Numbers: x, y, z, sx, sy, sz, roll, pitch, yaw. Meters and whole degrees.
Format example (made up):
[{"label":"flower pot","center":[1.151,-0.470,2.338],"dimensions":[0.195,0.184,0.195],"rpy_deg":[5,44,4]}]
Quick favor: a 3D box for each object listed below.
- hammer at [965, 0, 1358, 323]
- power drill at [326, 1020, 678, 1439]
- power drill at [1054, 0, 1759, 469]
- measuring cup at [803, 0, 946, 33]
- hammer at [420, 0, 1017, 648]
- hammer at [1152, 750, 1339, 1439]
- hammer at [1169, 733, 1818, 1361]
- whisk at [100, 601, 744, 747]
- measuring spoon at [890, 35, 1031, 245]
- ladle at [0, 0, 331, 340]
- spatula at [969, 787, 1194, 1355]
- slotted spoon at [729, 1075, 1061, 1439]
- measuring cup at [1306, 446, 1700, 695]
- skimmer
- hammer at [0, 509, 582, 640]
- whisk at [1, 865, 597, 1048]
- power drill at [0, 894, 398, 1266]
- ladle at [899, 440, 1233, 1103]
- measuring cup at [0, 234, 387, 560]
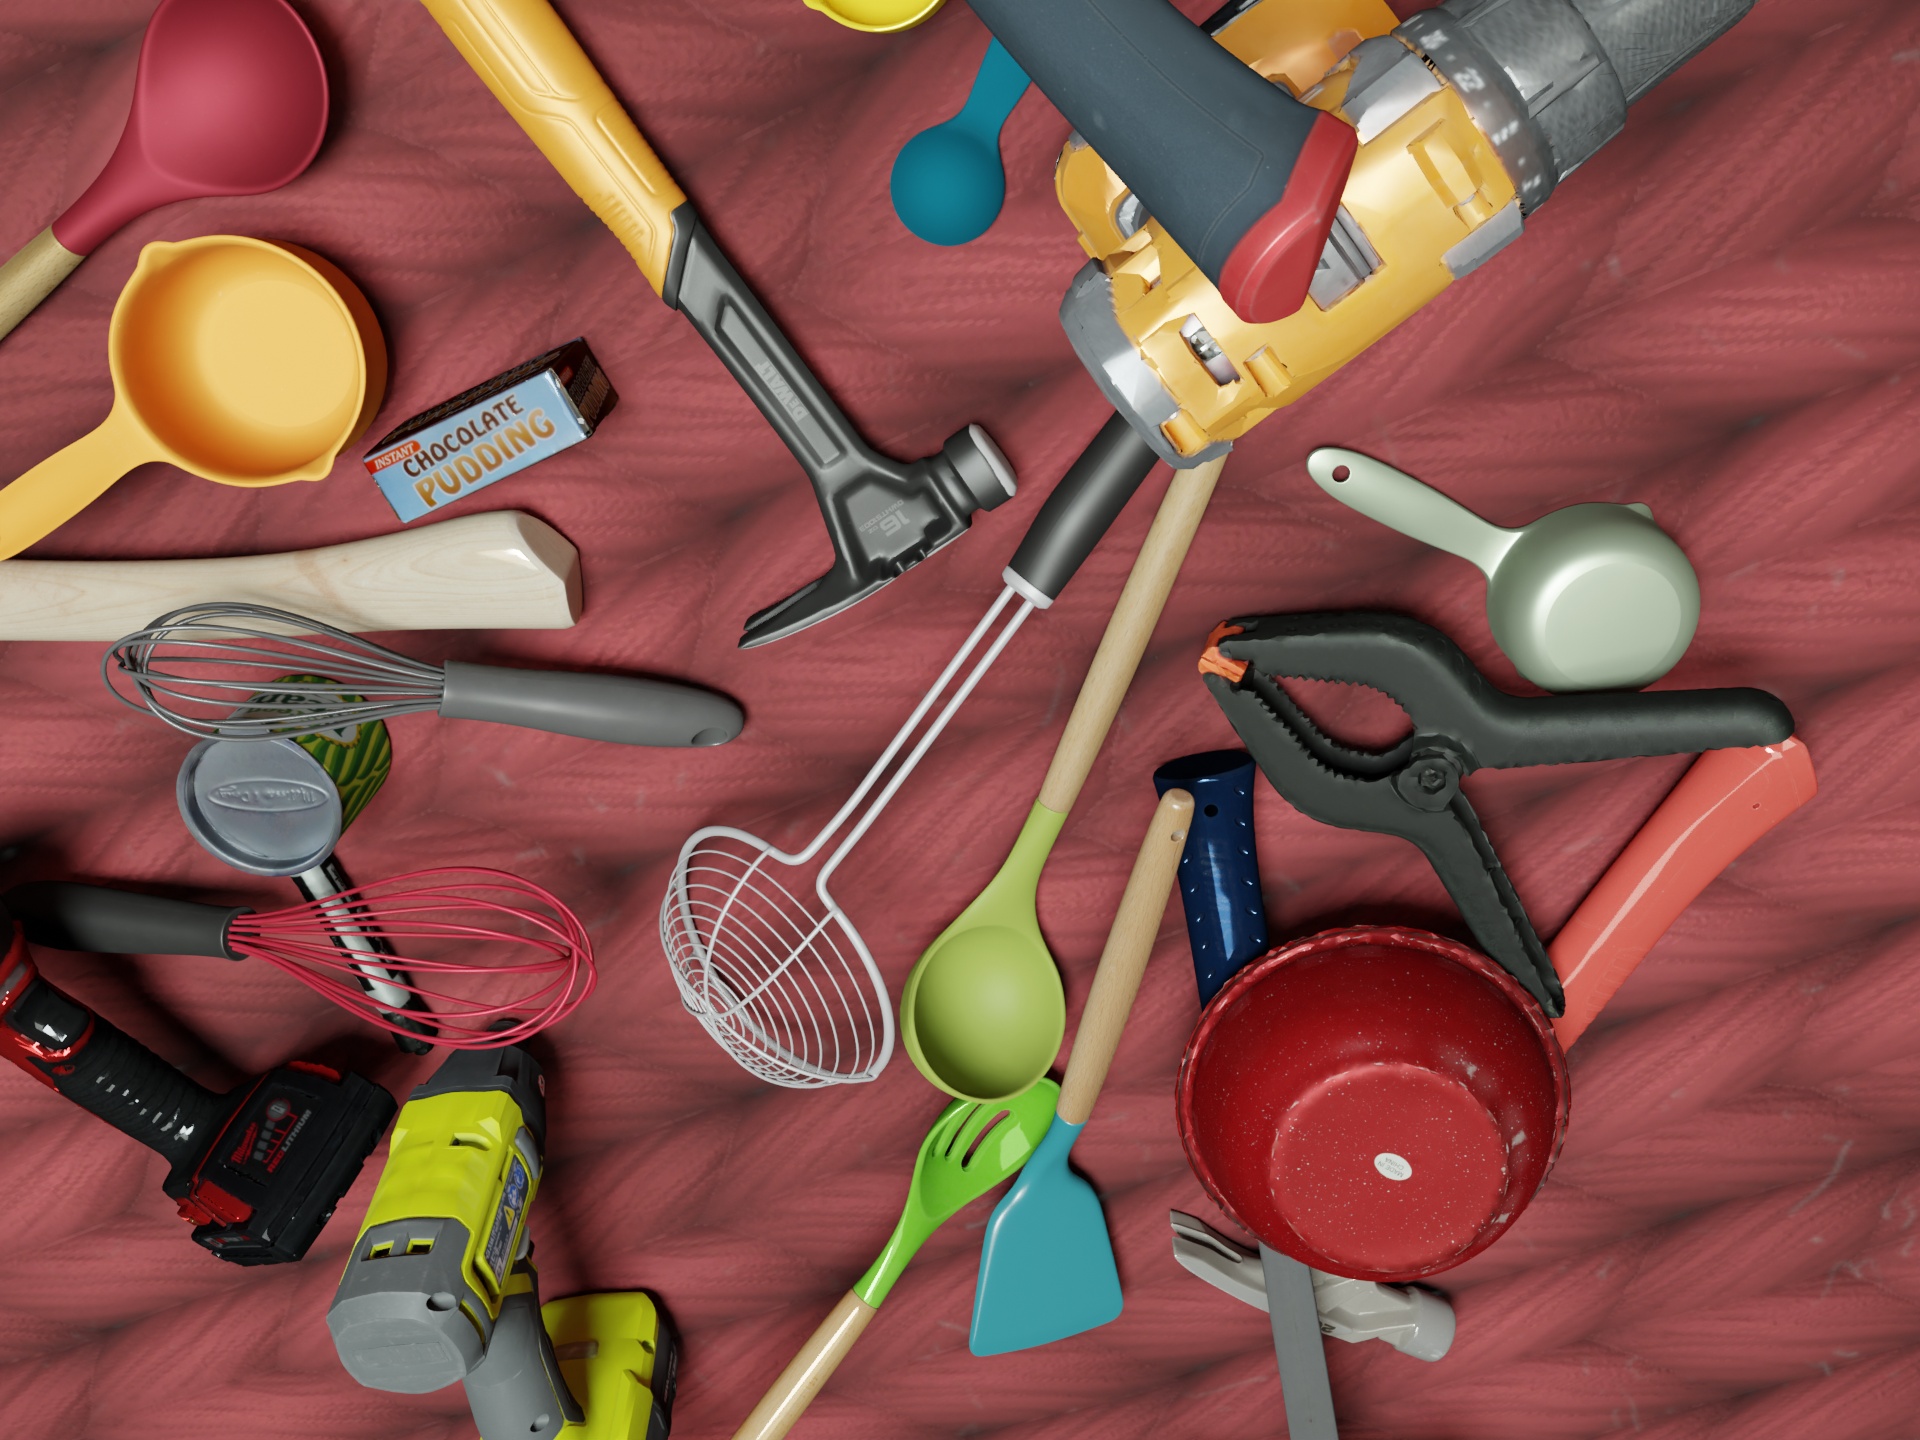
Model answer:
[{"label":"hammer","center":[-0.044,-0.239,0.399],"dimensions":[0.143,0.038,0.387],"rpy_deg":[-32,72,-8]},{"label":"power drill","center":[-0.196,0.261,0.714],"dimensions":[0.080,0.171,0.223],"rpy_deg":[-8,123,5]},{"label":"power drill","center":[0.112,-0.172,0.461],"dimensions":[0.185,0.226,0.084],"rpy_deg":[-36,110,17]},{"label":"measuring cup","center":[-0.056,-0.298,0.526],"dimensions":[0.062,0.029,0.156],"rpy_deg":[-36,97,18]},{"label":"hammer","center":[-0.123,-0.183,0.571],"dimensions":[0.127,0.034,0.336],"rpy_deg":[-32,110,14]},{"label":"hammer","center":[0.133,0.211,0.708],"dimensions":[0.144,0.035,0.405],"rpy_deg":[-8,105,14]},{"label":"hammer","center":[0.241,0.141,0.708],"dimensions":[0.149,0.037,0.359],"rpy_deg":[25,114,-9]},{"label":"whisk","center":[-0.201,-0.009,0.621],"dimensions":[0.238,0.055,0.055],"rpy_deg":[6,116,-22]},{"label":"measuring spoon","center":[0.015,-0.225,0.553],"dimensions":[0.042,0.021,0.128],"rpy_deg":[26,114,-10]},{"label":"ladle","center":[-0.348,-0.162,0.592],"dimensions":[0.315,0.031,0.069],"rpy_deg":[-32,106,17]},{"label":"spatula","center":[0.060,0.160,0.685],"dimensions":[0.082,0.044,0.317],"rpy_deg":[-6,129,-22]},{"label":"slotted spoon","center":[-0.061,0.283,0.725],"dimensions":[0.314,0.031,0.070],"rpy_deg":[-52,134,-4]},{"label":"measuring cup","center":[0.208,-0.061,0.613],"dimensions":[0.167,0.038,0.083],"rpy_deg":[24,113,-11]},{"label":"skimmer","center":[-0.001,-0.002,0.647],"dimensions":[0.127,0.090,0.363],"rpy_deg":[40,100,18]},{"label":"hammer","center":[-0.359,-0.041,0.638],"dimensions":[0.410,0.038,0.146],"rpy_deg":[-1,126,0]},{"label":"whisk","center":[-0.287,0.092,0.670],"dimensions":[0.296,0.073,0.073],"rpy_deg":[3,116,16]},{"label":"power drill","center":[-0.361,0.141,0.670],"dimensions":[0.219,0.079,0.143],"rpy_deg":[40,144,-19]},{"label":"ladle","center":[0.053,0.018,0.647],"dimensions":[0.078,0.062,0.320],"rpy_deg":[11,113,-27]},{"label":"measuring cup","center":[-0.292,-0.111,0.589],"dimensions":[0.173,0.052,0.095],"rpy_deg":[-32,107,7]}]
